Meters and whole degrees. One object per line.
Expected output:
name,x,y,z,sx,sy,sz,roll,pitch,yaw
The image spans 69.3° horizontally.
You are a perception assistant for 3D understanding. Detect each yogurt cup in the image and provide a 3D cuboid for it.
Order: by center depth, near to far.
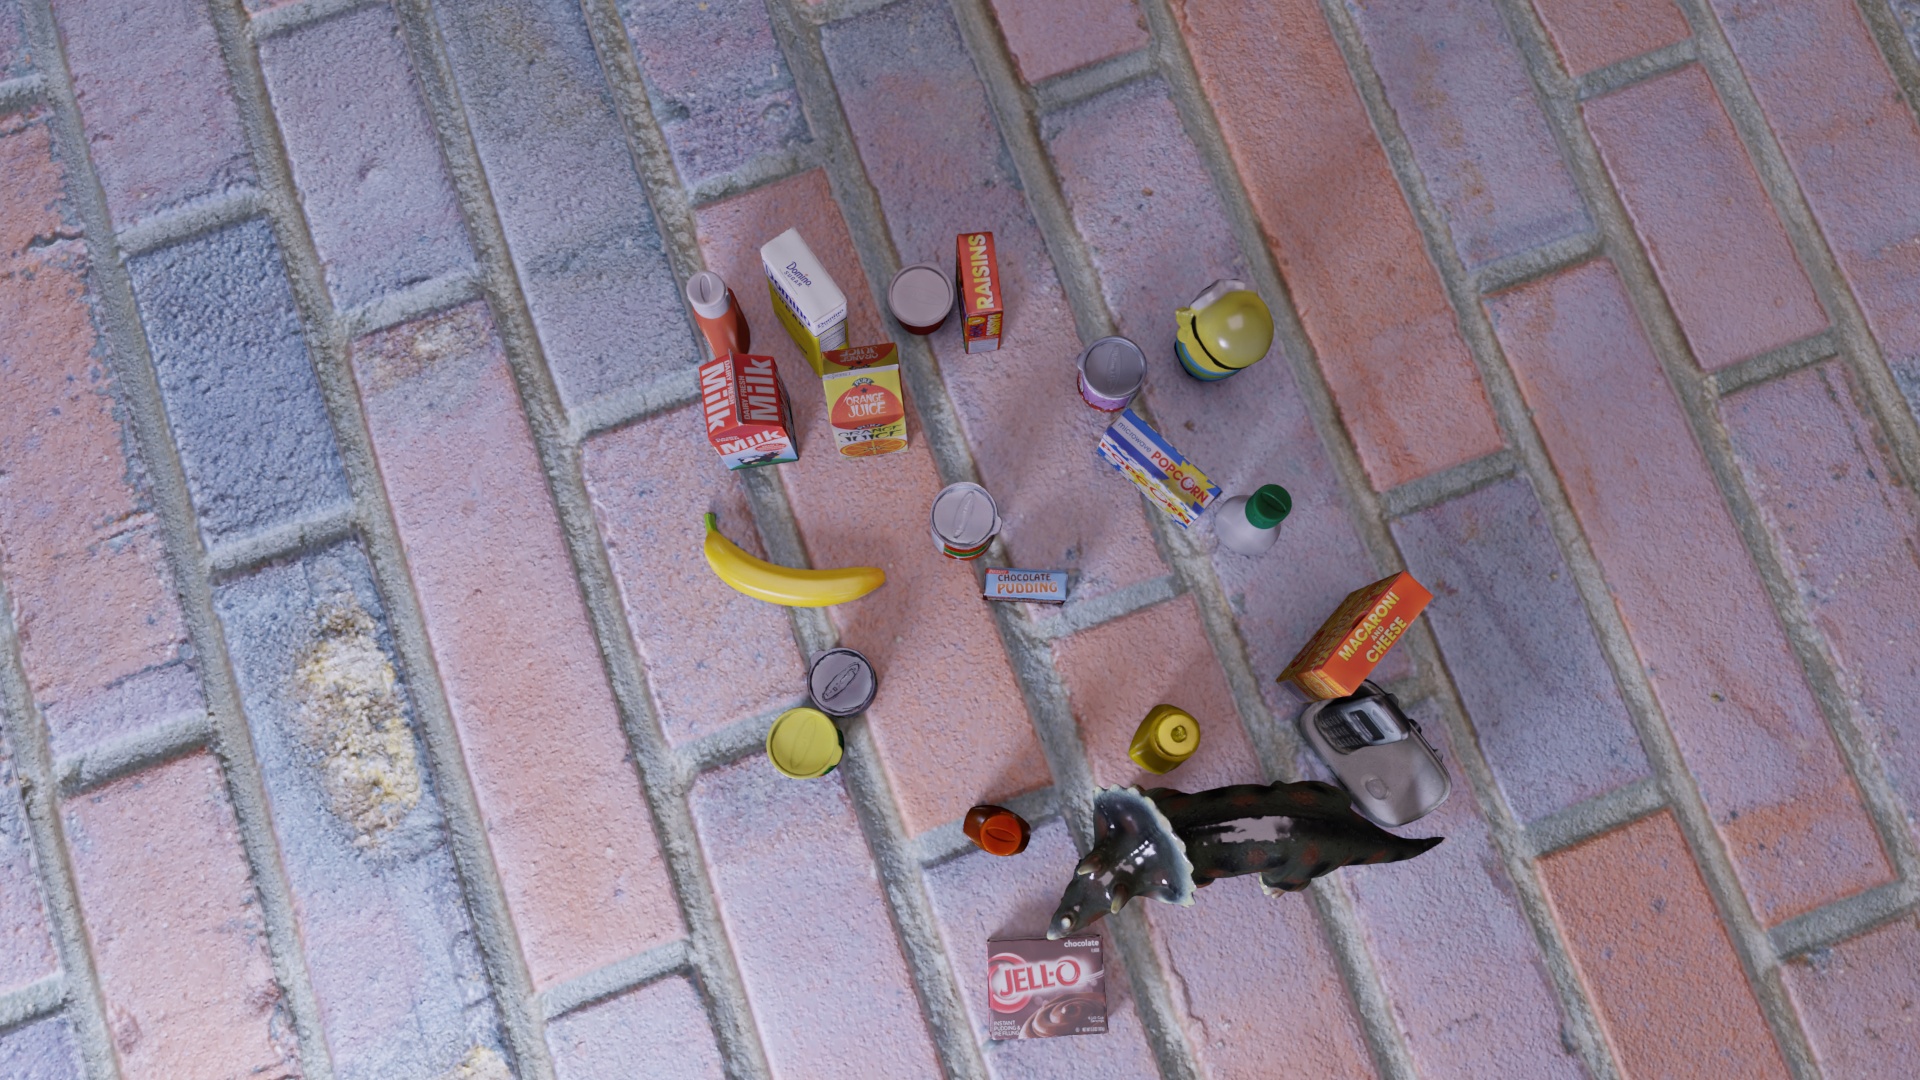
yogurt cup,-0.041,-0.246,1.437,0.072,0.054,0.072,0,80,-1

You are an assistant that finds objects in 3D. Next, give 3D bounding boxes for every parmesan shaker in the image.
parmesan shaker,-0.144,0.196,1.328,0.071,0.103,0.071,0,80,-1

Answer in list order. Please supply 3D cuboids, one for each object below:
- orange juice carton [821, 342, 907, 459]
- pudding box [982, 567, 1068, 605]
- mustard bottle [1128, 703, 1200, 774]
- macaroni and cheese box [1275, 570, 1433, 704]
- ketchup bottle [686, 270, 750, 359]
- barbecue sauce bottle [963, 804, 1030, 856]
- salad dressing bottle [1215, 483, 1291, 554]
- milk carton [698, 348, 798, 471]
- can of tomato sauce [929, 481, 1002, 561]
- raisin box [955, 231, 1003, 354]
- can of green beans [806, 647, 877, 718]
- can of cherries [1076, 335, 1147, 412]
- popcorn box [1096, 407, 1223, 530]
orange juice carton,-0.091,-0.138,1.346,0.072,0.192,0.073,-8,80,-2
pudding box,0.065,0.045,1.387,0.084,0.049,0.030,3,80,0
mustard bottle,0.196,0.186,1.307,0.049,0.160,0.065,30,81,4
macaroni and cheese box,0.371,0.095,1.324,0.040,0.166,0.124,42,82,6
ketchup bottle,-0.241,-0.226,1.382,0.043,0.148,0.065,-8,80,-2
barbecue sauce bottle,0.035,0.271,1.294,0.065,0.148,0.044,17,80,2
salad dressing bottle,0.288,-0.022,1.353,0.064,0.147,0.044,38,82,6
milk carton,-0.205,-0.125,1.342,0.073,0.190,0.072,-9,80,-2
can of tomato sauce,0.005,-0.017,1.380,0.071,0.083,0.071,0,80,-1
raisin box,0.018,-0.249,1.403,0.040,0.123,0.086,-6,80,-2
can of green beans,-0.115,0.140,1.362,0.071,0.057,0.071,0,80,-1
can of cherries,0.152,-0.171,1.424,0.071,0.058,0.071,0,80,-1
popcorn box,0.197,-0.071,1.393,0.127,0.085,0.038,43,82,6
